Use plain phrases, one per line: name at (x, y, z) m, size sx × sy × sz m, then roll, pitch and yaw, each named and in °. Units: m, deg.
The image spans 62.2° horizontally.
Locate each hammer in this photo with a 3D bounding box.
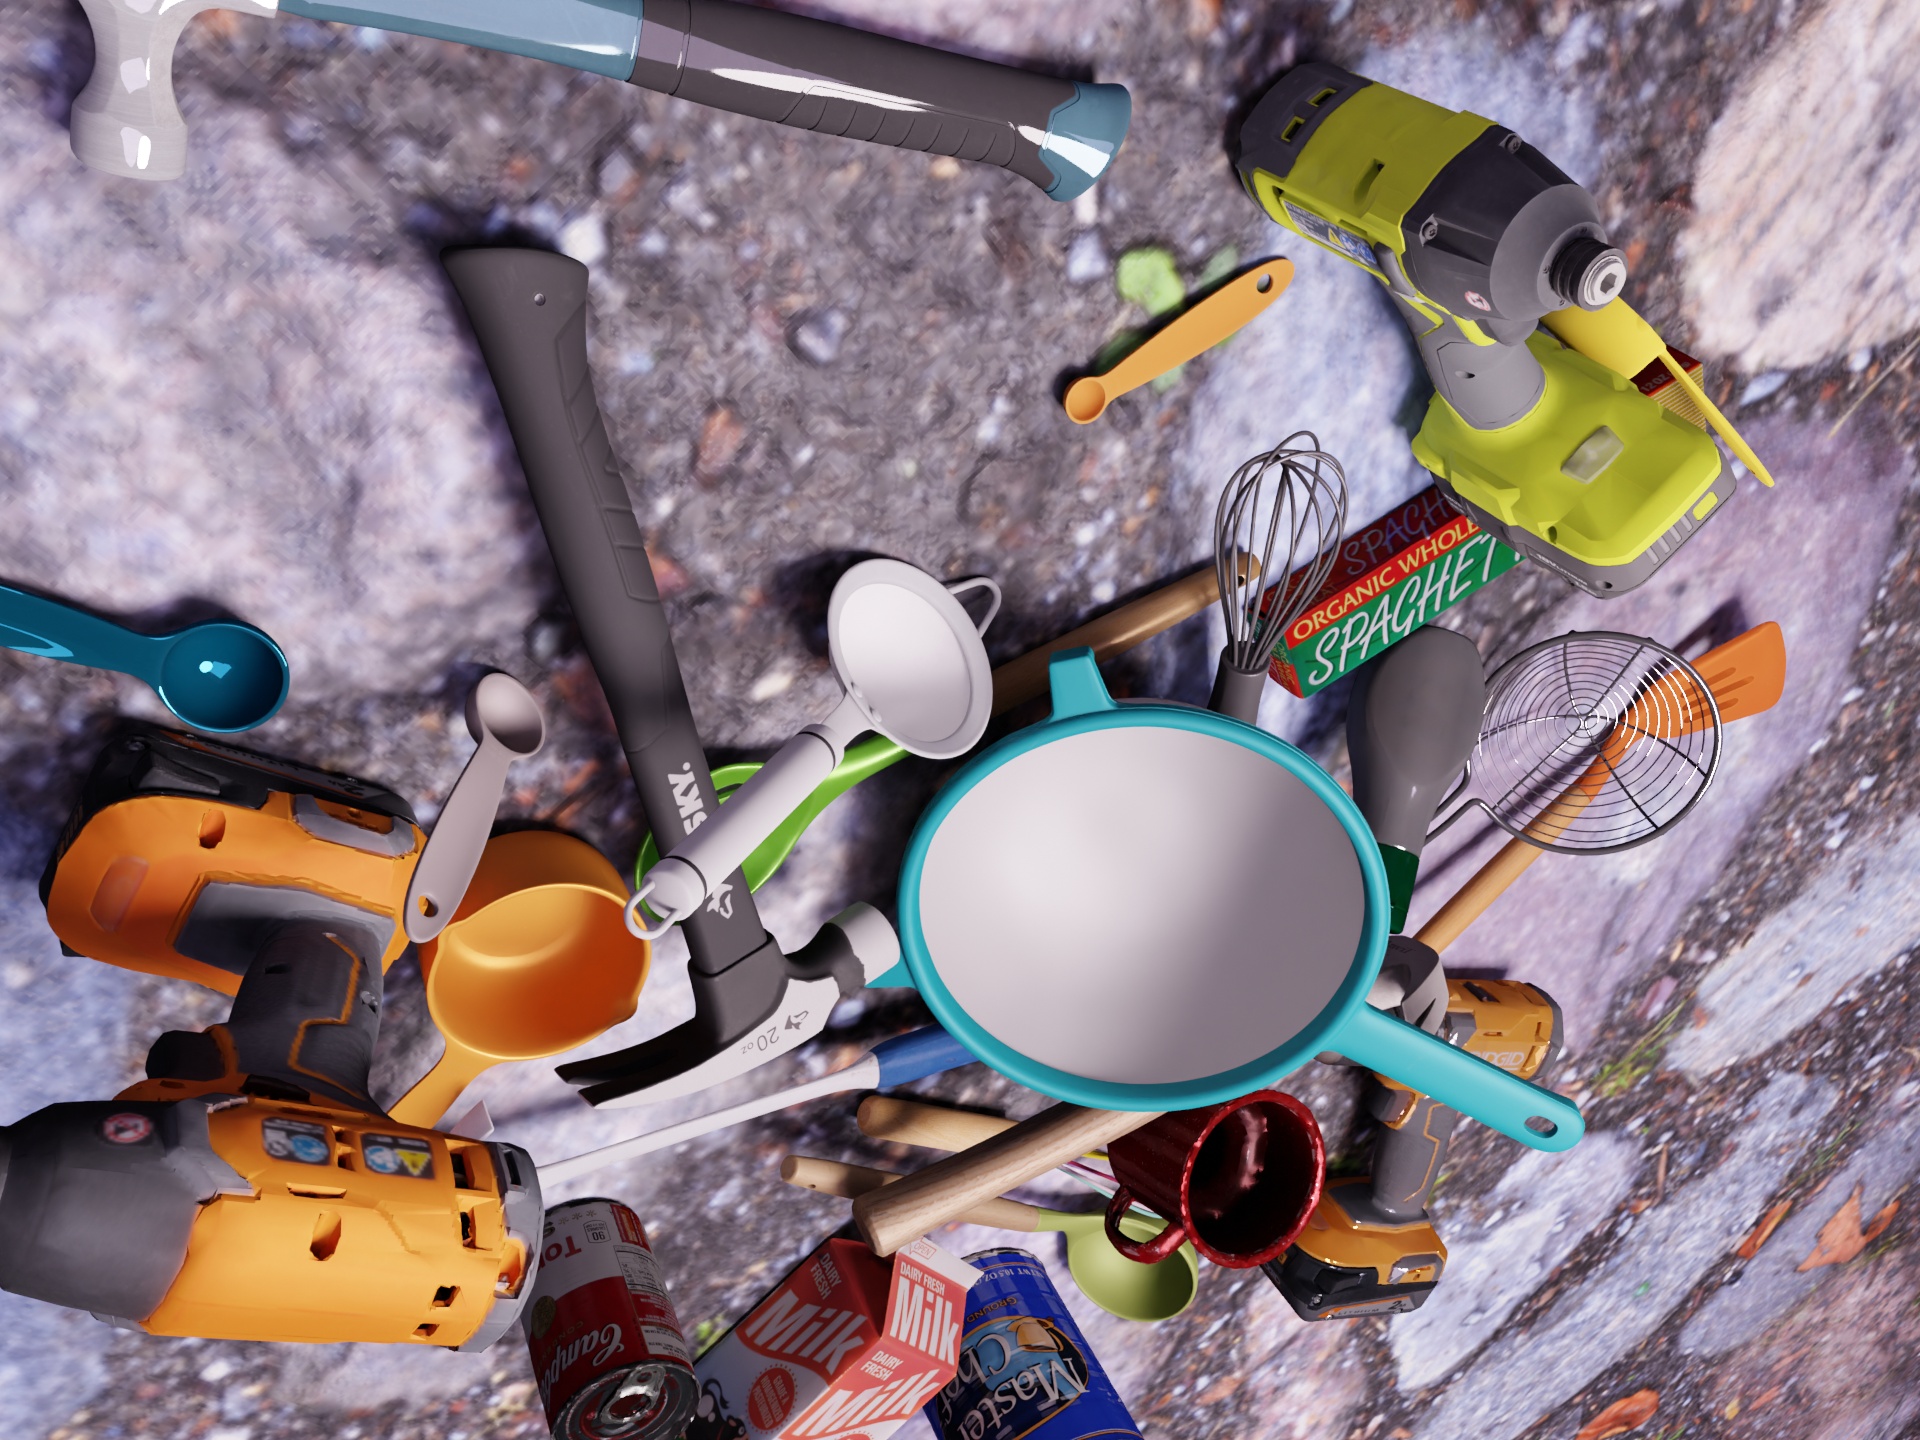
hammer at (-0.050, 0.167, 0.750) m, size 0.405 × 0.035 × 0.144 m, roll -13°, pitch 153°, yaw -26°
hammer at (-0.120, -0.008, 0.580) m, size 0.146 × 0.035 × 0.334 m, roll -30°, pitch 122°, yaw -30°
hammer at (-0.091, -0.211, 0.501) m, size 0.331 × 0.033 × 0.128 m, roll 1°, pitch 121°, yaw -29°
hammer at (0.102, 0.184, 0.798) m, size 0.331 × 0.130 × 0.031 m, roll -21°, pitch 100°, yaw -18°

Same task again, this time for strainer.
strainer at (0.136, 0.096, 0.731) m, size 0.340 × 0.095 × 0.211 m, roll 27°, pitch 117°, yaw -10°
strainer at (-0.052, 0.007, 0.586) m, size 0.050 × 0.258 × 0.087 m, roll -30°, pitch 100°, yaw 34°

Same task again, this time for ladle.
ladle at (0.022, 0.276, 0.853) m, size 0.078 × 0.062 × 0.319 m, roll -30°, pitch 142°, yaw 29°

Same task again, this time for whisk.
whisk at (0.130, -0.029, 0.720) m, size 0.055 × 0.055 × 0.238 m, roll -16°, pitch 140°, yaw -18°
whisk at (0.047, 0.235, 0.871) m, size 0.244 × 0.047 × 0.051 m, roll 19°, pitch 98°, yaw -32°

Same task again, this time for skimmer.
skimmer at (0.226, 0.078, 0.803) m, size 0.363 × 0.090 × 0.127 m, roll -32°, pitch 104°, yaw -18°

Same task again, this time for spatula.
spatula at (0.341, 0.062, 0.899) m, size 0.322 × 0.041 × 0.080 m, roll -42°, pitch 137°, yaw -7°

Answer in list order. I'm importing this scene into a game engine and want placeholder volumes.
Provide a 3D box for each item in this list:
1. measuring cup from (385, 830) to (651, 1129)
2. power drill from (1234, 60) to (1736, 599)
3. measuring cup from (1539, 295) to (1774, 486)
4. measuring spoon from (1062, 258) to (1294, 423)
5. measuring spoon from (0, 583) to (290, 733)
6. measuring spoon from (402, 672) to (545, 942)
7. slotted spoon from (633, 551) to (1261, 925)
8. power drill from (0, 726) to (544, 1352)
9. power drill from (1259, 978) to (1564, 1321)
measuring cup at (-0.202, 0.118, 0.648) m, size 0.173 × 0.052 × 0.095 m, roll -47°, pitch 130°, yaw 9°
power drill at (0.215, -0.147, 0.623) m, size 0.080 × 0.171 × 0.223 m, roll -46°, pitch 134°, yaw 6°
measuring cup at (0.321, -0.149, 0.731) m, size 0.156 × 0.062 × 0.029 m, roll 37°, pitch 111°, yaw -22°
measuring spoon at (0.089, -0.158, 0.651) m, size 0.117 × 0.011 × 0.021 m, roll -34°, pitch 130°, yaw -9°
measuring spoon at (-0.289, -0.031, 0.528) m, size 0.128 × 0.021 × 0.042 m, roll 19°, pitch 110°, yaw -27°
measuring spoon at (-0.178, 0.031, 0.566) m, size 0.018 × 0.124 × 0.034 m, roll -25°, pitch 126°, yaw 26°
slotted spoon at (-0.001, -0.002, 0.694) m, size 0.314 × 0.031 × 0.070 m, roll -27°, pitch 130°, yaw -13°
power drill at (-0.233, 0.094, 0.498) m, size 0.164 × 0.227 × 0.084 m, roll 21°, pitch 109°, yaw -37°
power drill at (0.252, 0.255, 0.971) m, size 0.185 × 0.084 × 0.226 m, roll 8°, pitch 113°, yaw -30°
